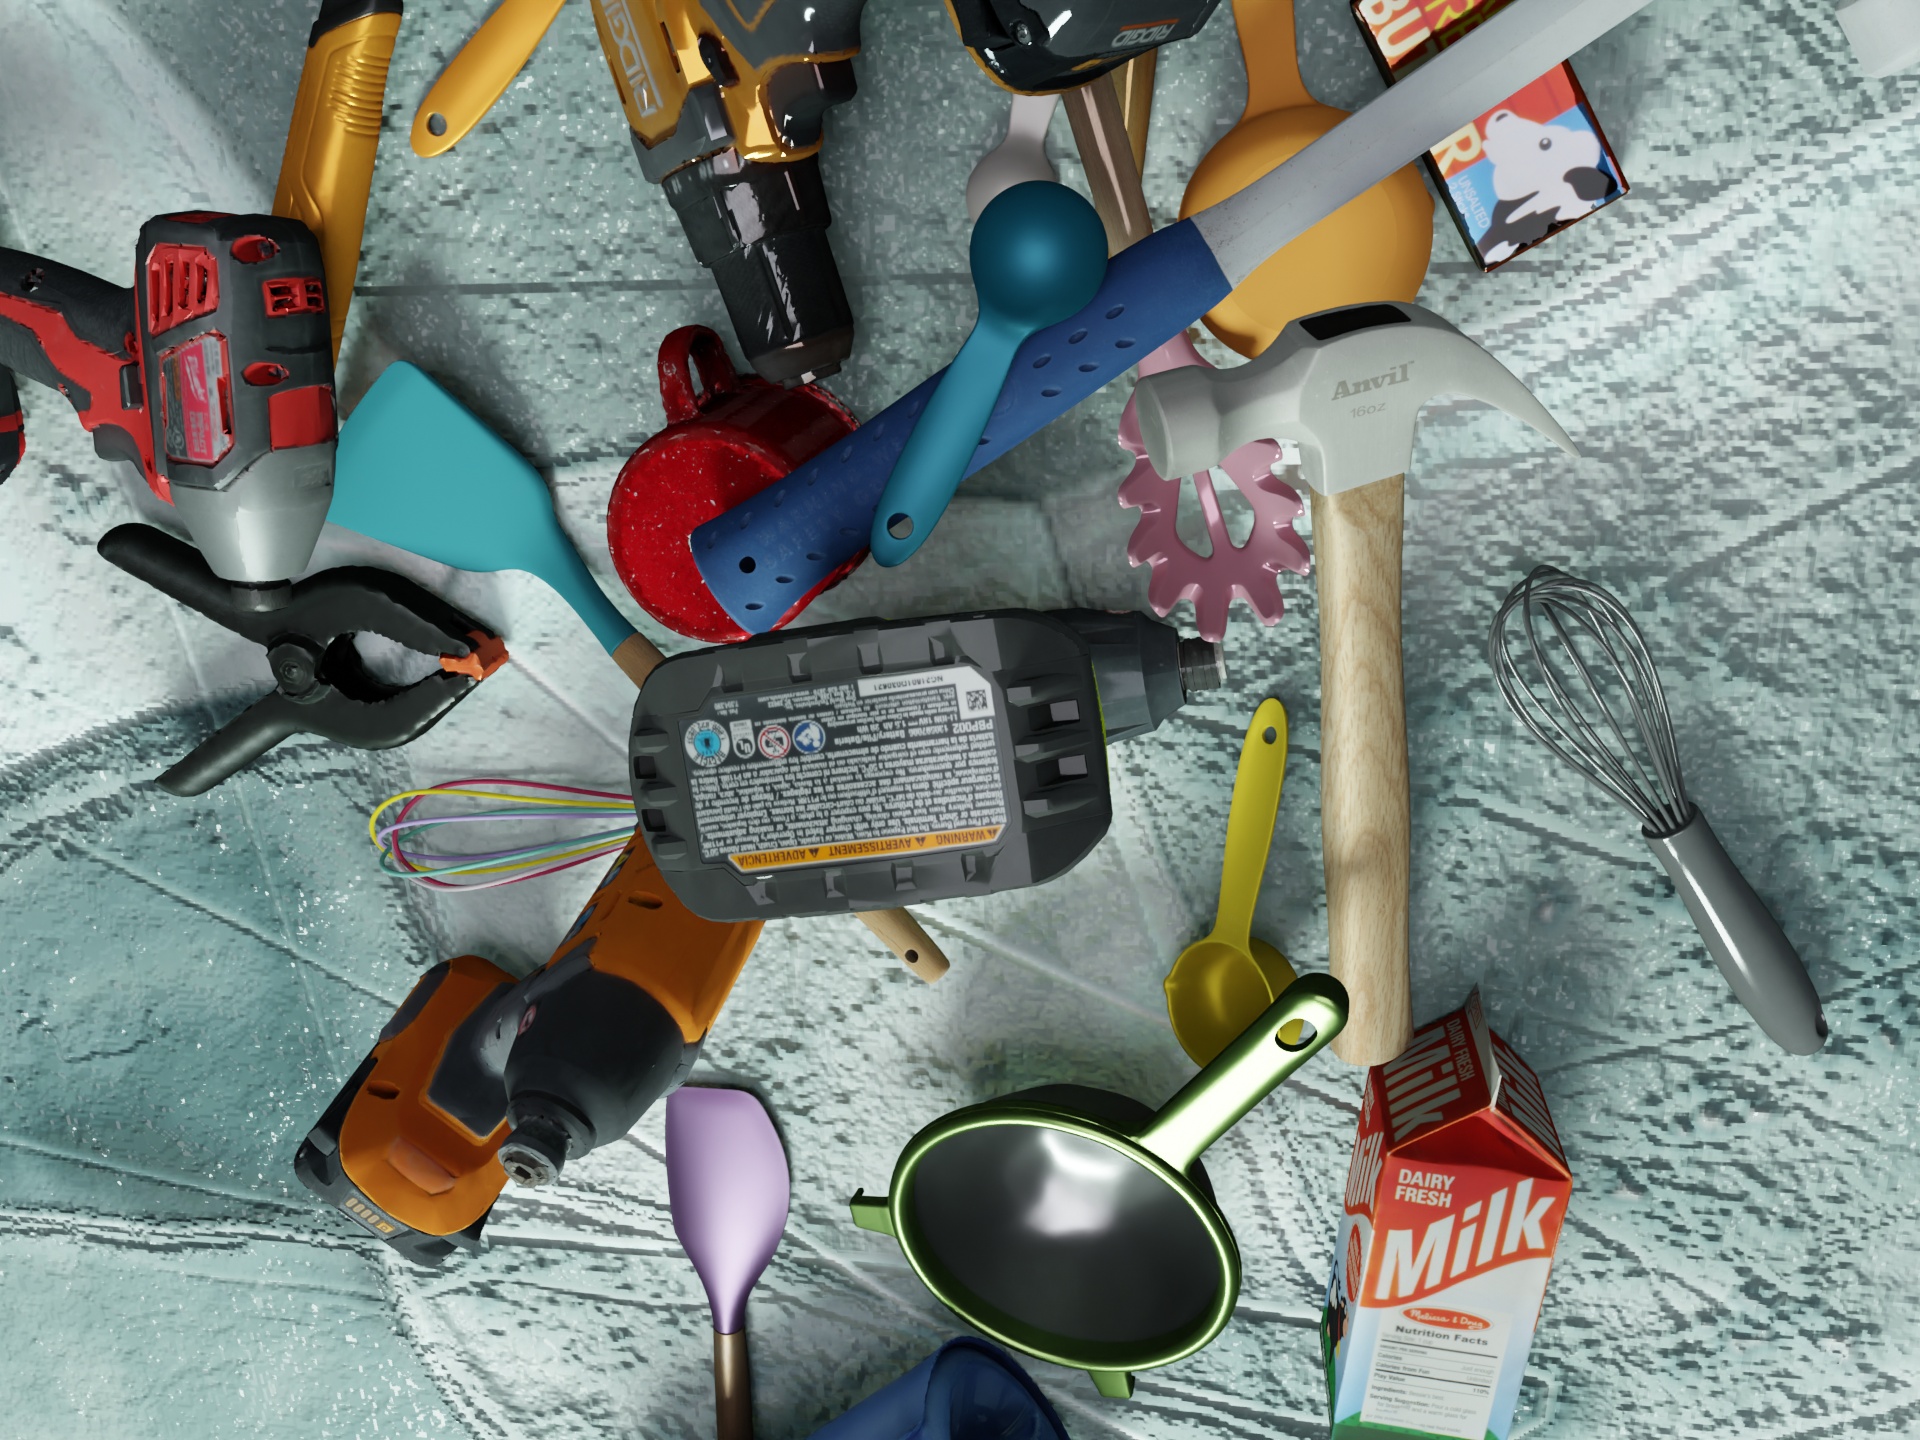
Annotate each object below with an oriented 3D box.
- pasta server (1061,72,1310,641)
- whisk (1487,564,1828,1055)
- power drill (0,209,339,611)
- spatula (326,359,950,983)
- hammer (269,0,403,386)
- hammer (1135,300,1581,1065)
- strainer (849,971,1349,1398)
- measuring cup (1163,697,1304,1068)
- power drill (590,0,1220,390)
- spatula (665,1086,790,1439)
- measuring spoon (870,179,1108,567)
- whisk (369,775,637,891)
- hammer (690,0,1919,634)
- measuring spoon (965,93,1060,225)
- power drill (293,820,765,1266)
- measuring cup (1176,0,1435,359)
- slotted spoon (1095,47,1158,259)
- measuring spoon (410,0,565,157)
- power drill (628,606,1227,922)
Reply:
[{"bbox_3d":[0.049,-0.179,0.516,0.060,0.040,0.316,-16,106,12],"label":"pasta server"},{"bbox_3d":[0.271,0.041,0.604,0.055,0.055,0.238,-32,106,18],"label":"whisk"},{"bbox_3d":[-0.335,-0.121,0.600,0.220,0.078,0.143,8,109,16],"label":"power drill"},{"bbox_3d":[-0.122,-0.008,0.632,0.317,0.044,0.082,45,115,2],"label":"spatula"},{"bbox_3d":[-0.219,-0.228,0.582,0.127,0.034,0.336,26,113,8],"label":"hammer"},{"bbox_3d":[0.144,0.009,0.560,0.130,0.031,0.331,-17,129,-4],"label":"hammer"},{"bbox_3d":[0.076,0.168,0.652,0.151,0.069,0.256,35,124,-2],"label":"strainer"},{"bbox_3d":[0.122,0.068,0.646,0.062,0.029,0.156,17,103,47],"label":"measuring cup"},{"bbox_3d":[-0.029,-0.210,0.493,0.226,0.084,0.185,-4,109,48],"label":"power drill"},{"bbox_3d":[-0.110,0.318,0.782,0.060,0.018,0.315,3,110,7],"label":"spatula"},{"bbox_3d":[0.003,-0.101,0.482,0.042,0.021,0.128,28,107,-1],"label":"measuring spoon"},{"bbox_3d":[-0.134,0.040,0.670,0.245,0.051,0.047,-6,104,8],"label":"whisk"},{"bbox_3d":[0.083,-0.155,0.487,0.405,0.035,0.144,-32,99,15],"label":"hammer"},{"bbox_3d":[0.028,-0.229,0.555,0.034,0.018,0.124,15,111,4],"label":"measuring spoon"},{"bbox_3d":[-0.170,0.134,0.620,0.084,0.164,0.226,42,129,-15],"label":"power drill"},{"bbox_3d":[0.108,-0.204,0.533,0.095,0.052,0.173,-9,111,12],"label":"measuring cup"},{"bbox_3d":[0.066,-0.308,0.517,0.070,0.031,0.313,5,112,2],"label":"slotted spoon"},{"bbox_3d":[-0.166,-0.251,0.581,0.117,0.011,0.021,-41,99,20],"label":"measuring spoon"},{"bbox_3d":[-0.001,-0.002,0.534,0.171,0.223,0.080,-7,96,13],"label":"power drill"}]
